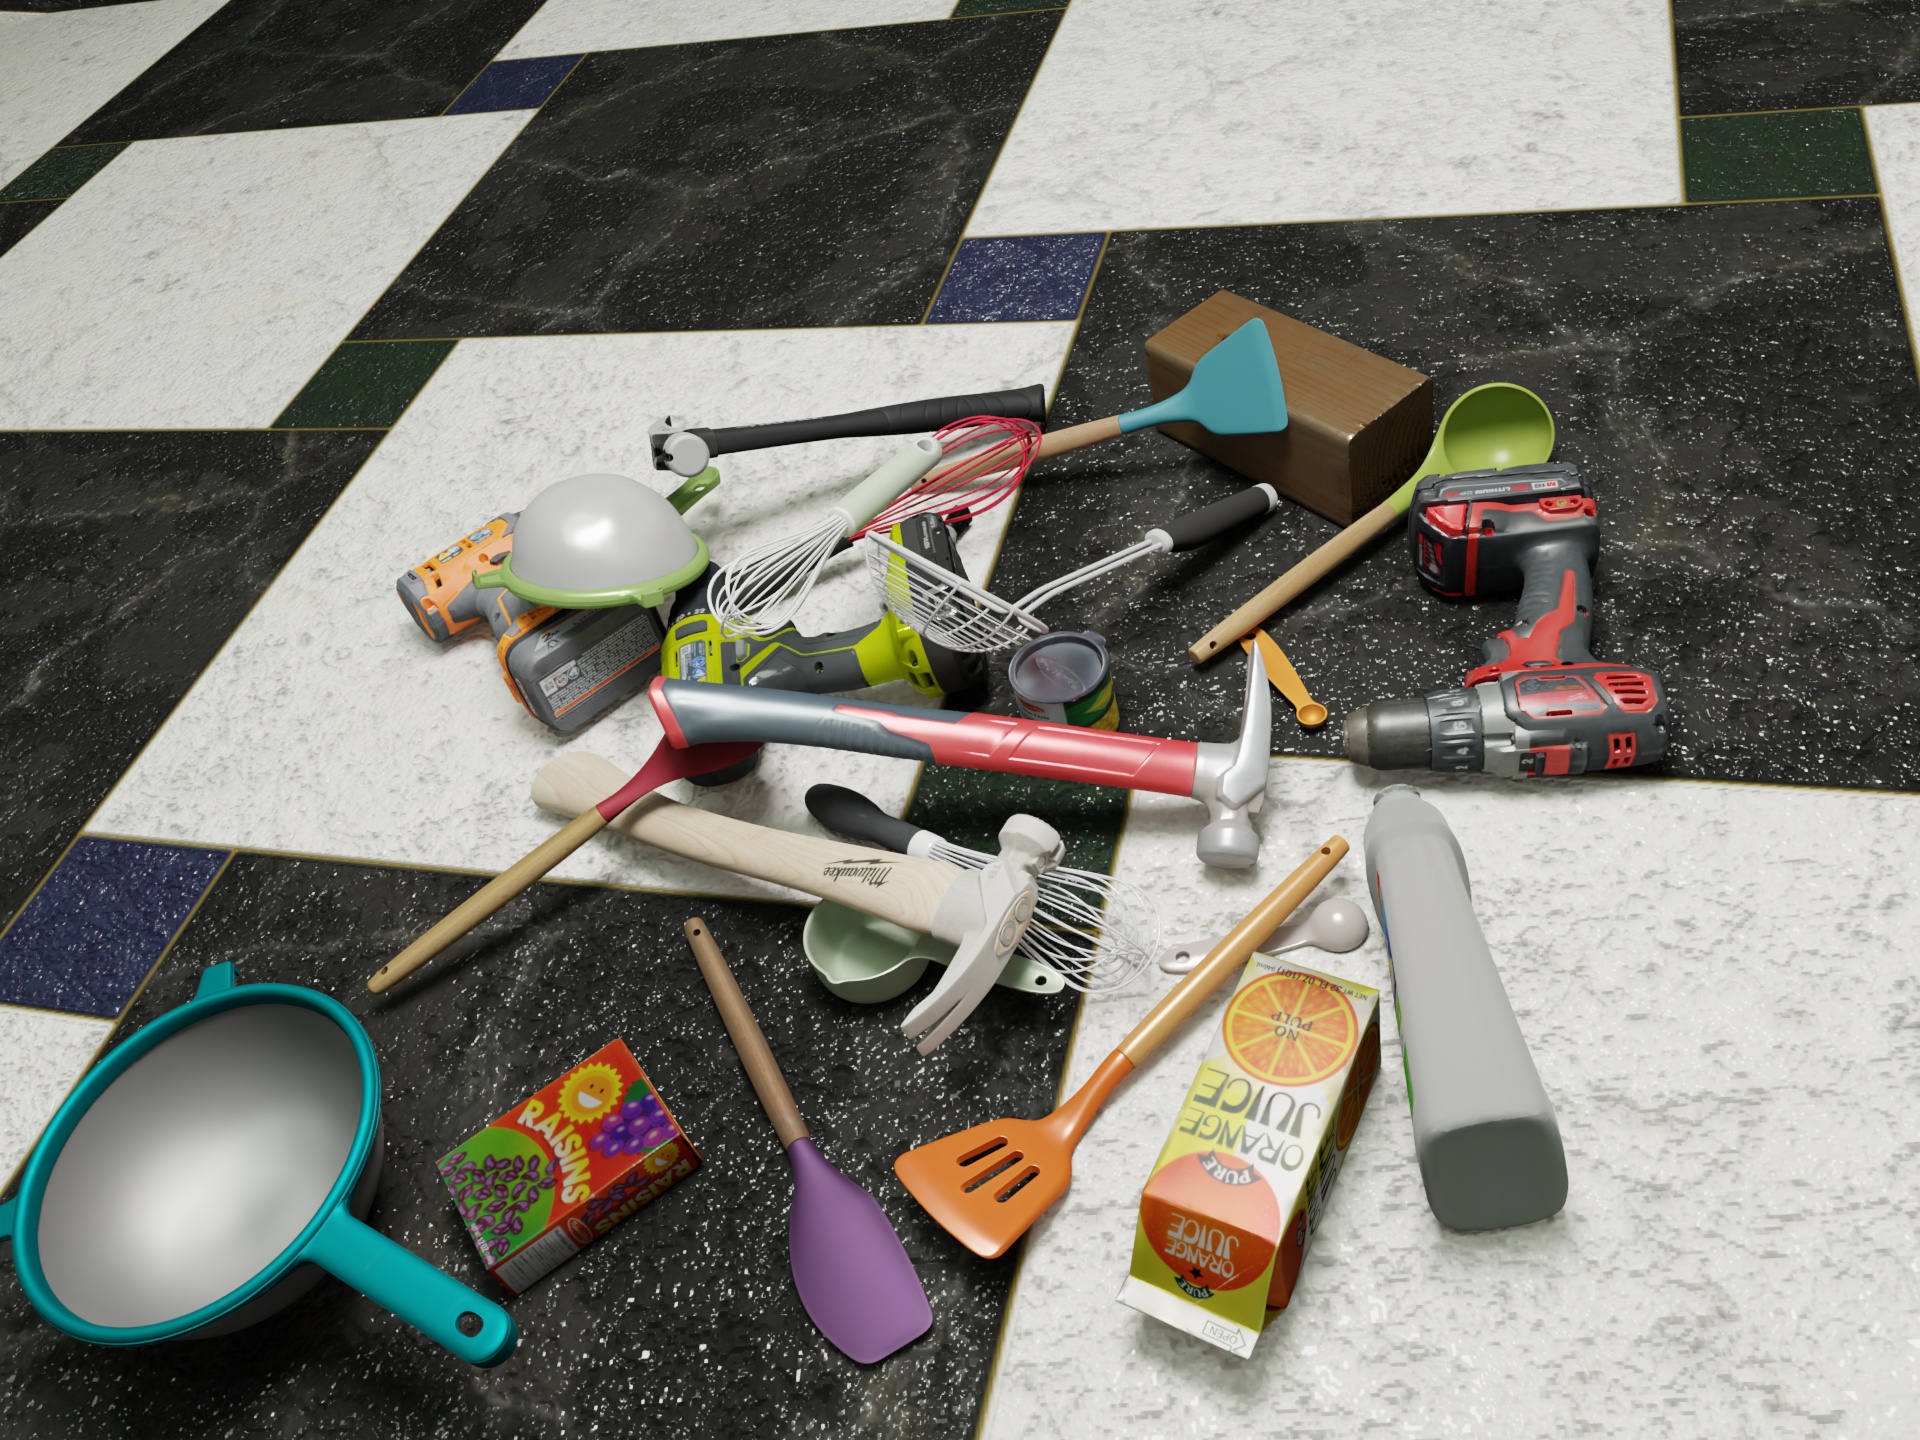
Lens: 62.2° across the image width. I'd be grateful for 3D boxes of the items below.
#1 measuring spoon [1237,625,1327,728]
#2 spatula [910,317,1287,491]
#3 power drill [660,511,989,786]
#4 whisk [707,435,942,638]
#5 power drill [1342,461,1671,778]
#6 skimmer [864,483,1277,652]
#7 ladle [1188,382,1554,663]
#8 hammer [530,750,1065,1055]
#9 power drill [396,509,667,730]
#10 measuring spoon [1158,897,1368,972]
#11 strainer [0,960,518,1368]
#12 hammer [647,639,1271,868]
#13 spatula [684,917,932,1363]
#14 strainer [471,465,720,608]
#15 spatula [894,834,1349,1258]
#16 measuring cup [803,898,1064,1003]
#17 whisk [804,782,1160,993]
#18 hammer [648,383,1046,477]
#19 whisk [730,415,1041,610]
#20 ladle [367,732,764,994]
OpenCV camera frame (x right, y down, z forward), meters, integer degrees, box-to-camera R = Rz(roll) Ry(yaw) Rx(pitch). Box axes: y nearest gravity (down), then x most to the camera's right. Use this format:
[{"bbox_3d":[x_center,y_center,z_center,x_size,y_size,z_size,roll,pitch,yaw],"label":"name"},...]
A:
[{"bbox_3d":[0.215,-0.031,1.073,0.021,0.011,0.117,-21,42,-5],"label":"measuring spoon"},{"bbox_3d":[0.095,-0.221,1.216,0.317,0.082,0.044,-12,5,26],"label":"spatula"},{"bbox_3d":[-0.106,-0.065,1.136,0.228,0.080,0.191,-17,50,8],"label":"power drill"},{"bbox_3d":[-0.087,-0.132,1.101,0.058,0.059,0.246,35,52,11],"label":"whisk"},{"bbox_3d":[0.335,-0.057,1.019,0.188,0.080,0.227,-5,49,12],"label":"power drill"},{"bbox_3d":[0.095,-0.129,1.070,0.363,0.090,0.127,-25,40,-35],"label":"skimmer"},{"bbox_3d":[0.288,-0.134,1.114,0.320,0.078,0.062,-36,8,-15],"label":"ladle"},{"bbox_3d":[-0.136,0.088,0.997,0.411,0.038,0.146,12,56,37],"label":"hammer"},{"bbox_3d":[-0.321,-0.096,1.237,0.164,0.084,0.227,-37,45,-22],"label":"power drill"},{"bbox_3d":[0.175,0.126,0.926,0.124,0.018,0.034,-13,45,4],"label":"measuring spoon"},{"bbox_3d":[-0.358,0.281,0.877,0.340,0.095,0.211,18,57,27],"label":"strainer"},{"bbox_3d":[-0.002,-0.003,0.996,0.386,0.038,0.143,8,70,5],"label":"hammer"},{"bbox_3d":[-0.104,0.225,0.910,0.060,0.018,0.316,-27,47,-9],"label":"spatula"},{"bbox_3d":[-0.244,-0.164,1.194,0.151,0.069,0.256,7,30,16],"label":"strainer"},{"bbox_3d":[0.106,0.167,0.882,0.322,0.041,0.081,-41,49,-17],"label":"spatula"},{"bbox_3d":[-0.014,0.145,0.949,0.168,0.038,0.083,12,52,23],"label":"measuring cup"},{"bbox_3d":[0.004,0.091,0.986,0.285,0.070,0.070,23,57,37],"label":"whisk"},{"bbox_3d":[-0.084,-0.237,1.272,0.334,0.035,0.146,-11,18,-19],"label":"hammer"},{"bbox_3d":[-0.071,-0.153,1.218,0.296,0.073,0.073,-28,45,6],"label":"whisk"},{"bbox_3d":[-0.253,0.076,1.031,0.315,0.031,0.069,-38,46,-4],"label":"ladle"}]
